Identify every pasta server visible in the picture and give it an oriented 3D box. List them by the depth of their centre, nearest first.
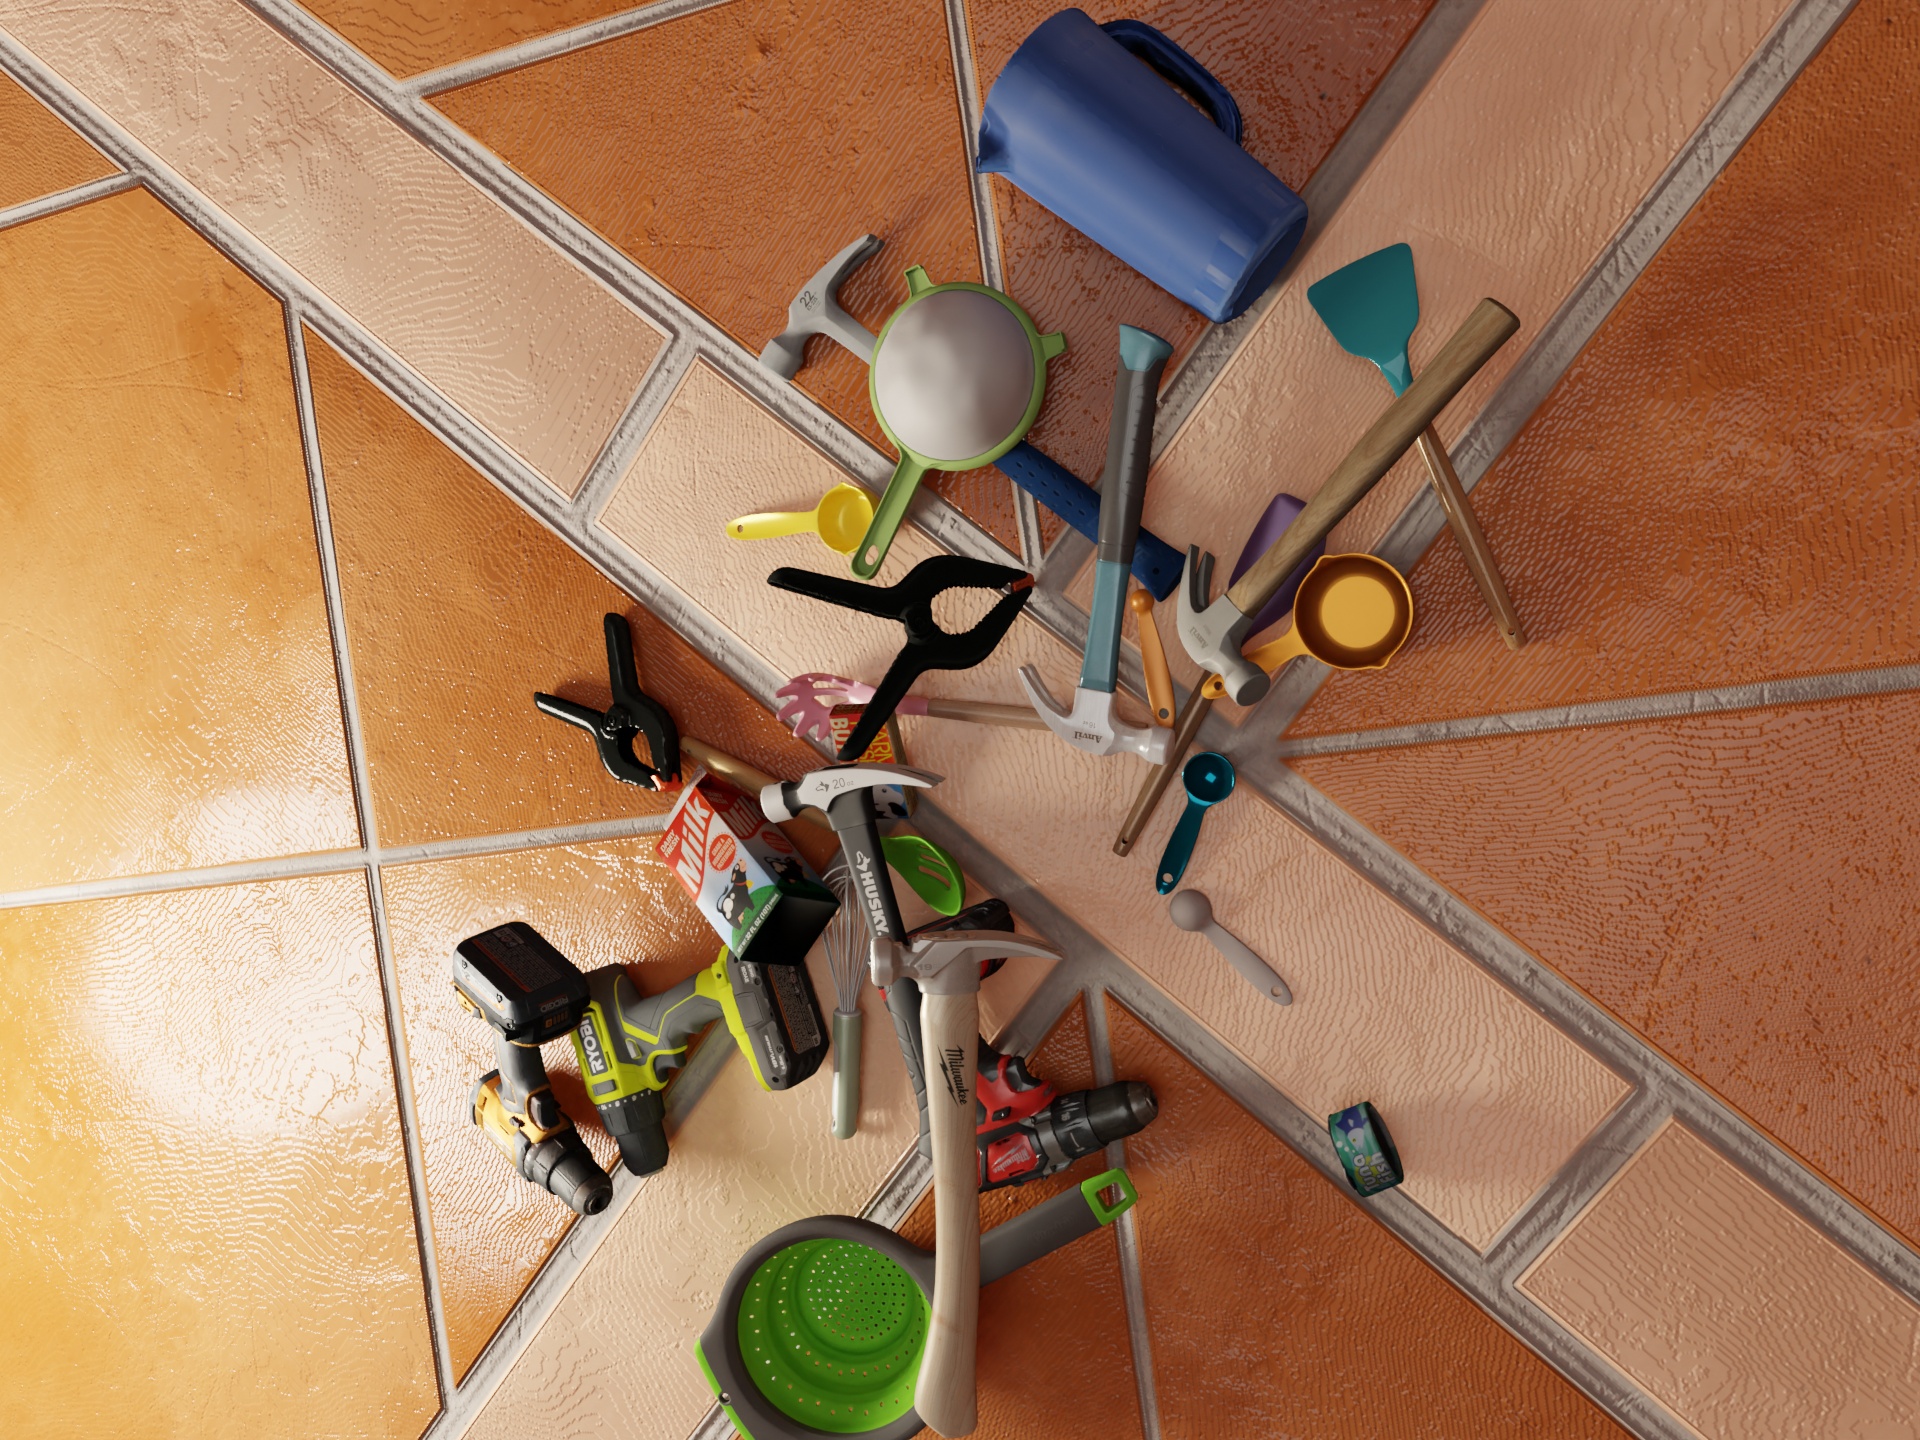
[{"bbox_3d":[-0.002,-0.004,1.321,0.316,0.040,0.060,6,121,17],"label":"pasta server"}]

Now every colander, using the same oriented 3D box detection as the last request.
[{"bbox_3d":[-0.028,0.464,1.334,0.397,0.094,0.204,-30,91,10],"label":"colander"}]

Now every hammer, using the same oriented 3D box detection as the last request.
[{"bbox_3d":[0.280,-0.170,1.169,0.331,0.031,0.130,-50,46,17],"label":"hammer"},{"bbox_3d":[0.123,-0.137,1.233,0.128,0.033,0.331,11,102,19],"label":"hammer"},{"bbox_3d":[0.006,0.365,1.246,0.146,0.038,0.410,-1,99,-5],"label":"hammer"},{"bbox_3d":[-0.046,0.194,1.264,0.146,0.035,0.335,-15,94,19],"label":"hammer"},{"bbox_3d":[0.021,-0.239,1.299,0.406,0.035,0.144,39,105,13],"label":"hammer"}]

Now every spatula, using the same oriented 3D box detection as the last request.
[{"bbox_3d":[0.356,-0.201,1.192,0.082,0.044,0.317,-23,90,19],"label":"spatula"},{"bbox_3d":[0.200,-0.029,1.258,0.060,0.018,0.316,29,101,11],"label":"spatula"}]

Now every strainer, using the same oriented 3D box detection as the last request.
[{"bbox_3d":[-0.036,-0.228,1.263,0.151,0.069,0.256,30,101,15],"label":"strainer"}]

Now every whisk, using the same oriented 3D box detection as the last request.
[{"bbox_3d":[-0.098,0.243,1.367,0.059,0.058,0.246,1,99,-10],"label":"whisk"}]

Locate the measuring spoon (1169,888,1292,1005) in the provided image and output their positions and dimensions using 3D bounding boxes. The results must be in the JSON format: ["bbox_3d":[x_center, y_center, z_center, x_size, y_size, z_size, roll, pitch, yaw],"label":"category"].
[{"bbox_3d":[0.216,0.183,1.266,0.124,0.018,0.034,43,105,11],"label":"measuring spoon"}]

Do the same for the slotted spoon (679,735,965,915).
[{"bbox_3d":[-0.119,0.079,1.355,0.314,0.031,0.070,25,135,25],"label":"slotted spoon"}]

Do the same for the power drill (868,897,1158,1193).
[{"bbox_3d":[0.042,0.265,1.304,0.188,0.080,0.227,-24,88,19],"label":"power drill"}]

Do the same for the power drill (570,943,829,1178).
[{"bbox_3d":[-0.237,0.291,1.402,0.228,0.080,0.190,-20,85,22],"label":"power drill"}]

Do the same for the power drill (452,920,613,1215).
[{"bbox_3d":[-0.370,0.313,1.395,0.185,0.084,0.226,29,126,38],"label":"power drill"}]

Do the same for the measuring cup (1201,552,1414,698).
[{"bbox_3d":[0.265,-0.062,1.217,0.173,0.052,0.095,-30,83,20],"label":"measuring cup"}]

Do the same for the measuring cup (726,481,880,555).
[{"bbox_3d":[-0.133,-0.169,1.369,0.156,0.029,0.062,0,93,31],"label":"measuring cup"}]

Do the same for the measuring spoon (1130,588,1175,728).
[{"bbox_3d":[0.154,-0.048,1.276,0.021,0.011,0.117,-11,90,20],"label":"measuring spoon"}]

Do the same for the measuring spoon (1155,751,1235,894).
[{"bbox_3d":[0.185,0.082,1.275,0.042,0.021,0.128,24,110,13],"label":"measuring spoon"}]
